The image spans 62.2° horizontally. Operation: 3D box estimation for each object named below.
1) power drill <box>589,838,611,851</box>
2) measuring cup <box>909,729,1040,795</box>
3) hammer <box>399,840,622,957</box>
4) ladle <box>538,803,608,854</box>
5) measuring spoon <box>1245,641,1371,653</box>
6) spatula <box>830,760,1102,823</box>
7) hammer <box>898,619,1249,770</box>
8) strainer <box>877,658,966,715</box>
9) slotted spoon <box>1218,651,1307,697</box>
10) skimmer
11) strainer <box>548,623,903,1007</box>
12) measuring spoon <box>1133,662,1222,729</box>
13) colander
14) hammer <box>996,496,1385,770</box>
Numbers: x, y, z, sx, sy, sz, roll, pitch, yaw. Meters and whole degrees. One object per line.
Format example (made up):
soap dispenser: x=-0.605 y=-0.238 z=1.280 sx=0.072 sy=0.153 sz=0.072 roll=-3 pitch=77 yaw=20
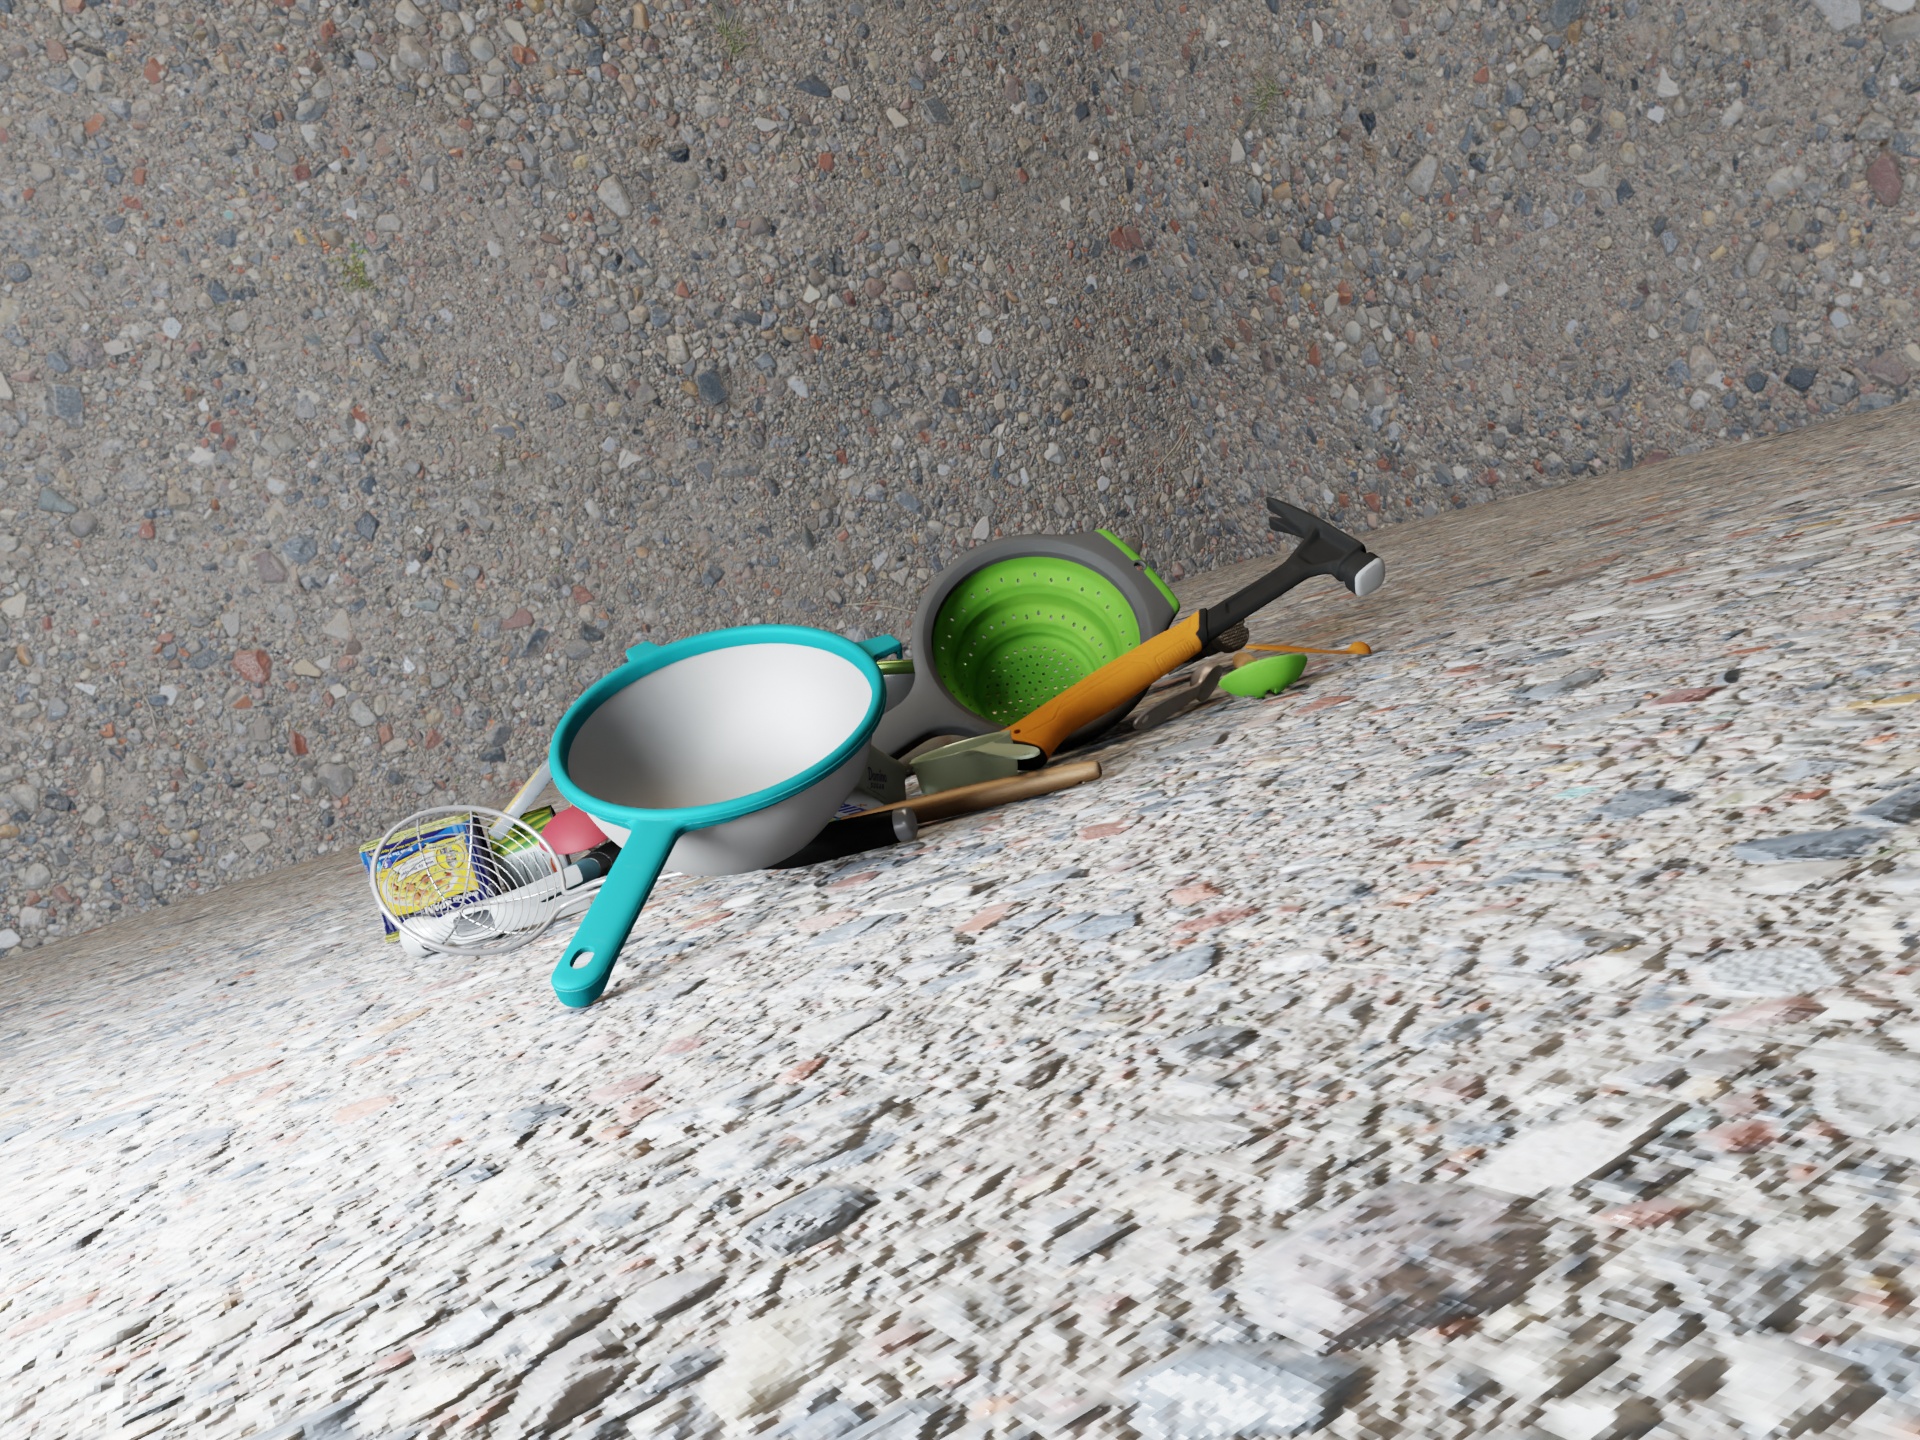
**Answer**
power drill: x=-0.250 y=0.054 z=1.505 sx=0.226 sy=0.080 sz=0.188 roll=-27 pitch=6 yaw=8
measuring cup: x=0.022 y=0.036 z=1.122 sx=0.083 sy=0.038 sz=0.168 roll=-18 pitch=7 yaw=-21
hammer: x=-0.296 y=0.118 z=1.284 sx=0.128 sy=0.033 sz=0.331 roll=-16 pitch=5 yaw=22
ladle: x=-0.332 y=0.076 z=1.392 sx=0.069 sy=0.031 sz=0.315 roll=-18 pitch=8 yaw=-11
measuring spoon: x=0.280 y=-0.060 z=1.279 sx=0.117 sy=0.011 sz=0.021 roll=1 pitch=3 yaw=-21
spatula: x=-0.058 y=0.057 z=1.092 sx=0.317 sy=0.044 sz=0.082 roll=-13 pitch=-24 yaw=16
hammer: x=0.068 y=-0.012 z=1.478 sx=0.410 sy=0.038 sz=0.146 roll=-20 pitch=-2 yaw=-22
strainer: x=-0.107 y=-0.016 z=1.441 sx=0.256 sy=0.069 sz=0.151 roll=-6 pitch=1 yaw=-24
slotted spoon: x=0.246 y=-0.044 z=1.337 sx=0.070 sy=0.031 sz=0.314 roll=-16 pitch=3 yaw=7
skimmer: x=-0.212 y=0.083 z=1.056 sx=0.363 sy=0.090 sz=0.127 roll=-12 pitch=41 yaw=15
strainer: x=-0.156 y=0.068 z=0.952 sx=0.211 sy=0.095 sz=0.341 roll=-1 pitch=36 yaw=15
measuring spoon: x=0.170 y=-0.019 z=1.274 sx=0.018 sy=0.034 sz=0.124 roll=32 pitch=38 yaw=28
colander: x=-0.002 y=-0.004 z=1.309 sx=0.397 sy=0.205 sz=0.094 roll=-34 pitch=-25 yaw=-15
hammer: x=0.166 y=-0.064 z=1.248 sx=0.337 sy=0.034 sz=0.127 roll=-32 pitch=45 yaw=-16
